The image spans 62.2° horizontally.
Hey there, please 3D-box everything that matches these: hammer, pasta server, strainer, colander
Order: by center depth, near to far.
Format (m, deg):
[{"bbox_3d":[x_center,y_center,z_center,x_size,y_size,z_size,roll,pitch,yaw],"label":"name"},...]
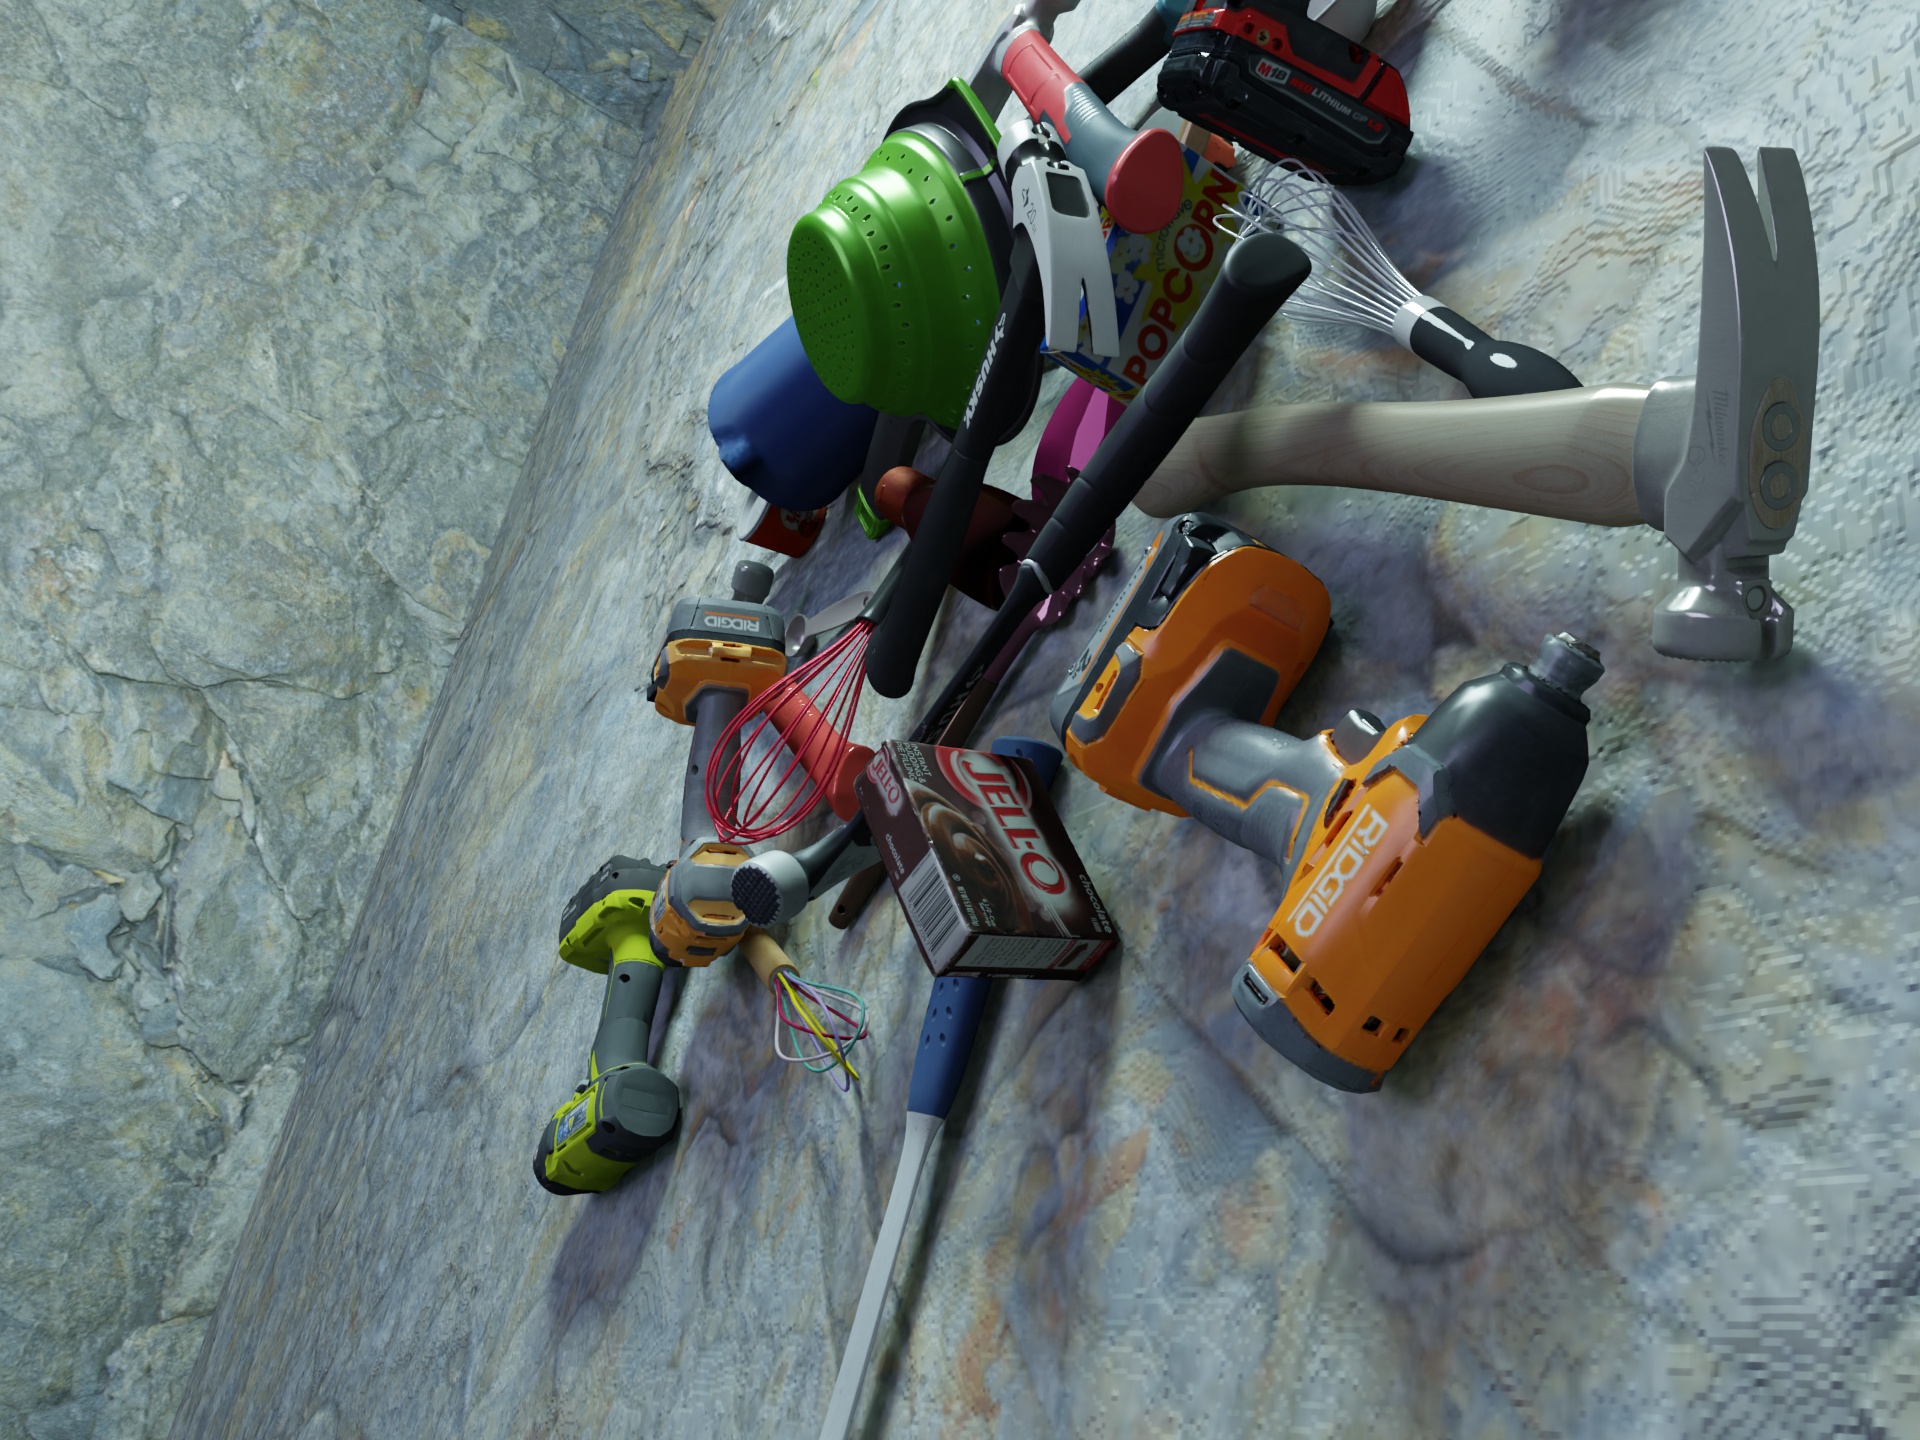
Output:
[{"bbox_3d":[0.162,-0.119,0.636,0.411,0.038,0.146,-155,62,-69],"label":"hammer"},{"bbox_3d":[0.031,-0.054,0.758,0.036,0.149,0.408,47,123,15],"label":"hammer"},{"bbox_3d":[-0.024,0.201,0.770,0.144,0.035,0.406,-14,56,59],"label":"hammer"},{"bbox_3d":[0.232,-0.429,0.825,0.258,0.050,0.087,-55,20,10],"label":"strainer"},{"bbox_3d":[0.004,-0.131,0.846,0.334,0.035,0.146,113,152,-45],"label":"hammer"},{"bbox_3d":[0.051,-0.330,0.897,0.143,0.038,0.387,-55,24,24],"label":"hammer"},{"bbox_3d":[-0.001,-0.003,0.907,0.060,0.040,0.316,39,111,21],"label":"pasta server"},{"bbox_3d":[-0.058,-0.217,1.008,0.205,0.094,0.397,63,158,17],"label":"colander"},{"bbox_3d":[0.042,-0.402,1.116,0.331,0.128,0.033,-27,79,41],"label":"hammer"},{"bbox_3d":[-0.127,-0.001,1.140,0.359,0.036,0.149,44,121,61],"label":"hammer"}]

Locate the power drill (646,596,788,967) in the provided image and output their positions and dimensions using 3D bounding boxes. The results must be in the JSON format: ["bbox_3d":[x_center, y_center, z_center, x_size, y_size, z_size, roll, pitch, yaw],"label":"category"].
[{"bbox_3d":[-0.172,0.053,1.068,0.185,0.084,0.226,133,140,-63],"label":"power drill"}]

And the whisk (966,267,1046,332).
[{"bbox_3d":[0.038,-0.267,0.999,0.058,0.059,0.247,-37,43,-11],"label":"whisk"}]

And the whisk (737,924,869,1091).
[{"bbox_3d":[-0.103,0.160,0.958,0.051,0.047,0.245,-67,21,1],"label":"whisk"}]

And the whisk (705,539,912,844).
[{"bbox_3d":[-0.067,-0.043,0.993,0.296,0.073,0.073,-57,20,-23],"label":"whisk"}]

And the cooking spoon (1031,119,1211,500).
[{"bbox_3d":[0.106,-0.261,0.887,0.069,0.017,0.319,28,102,41],"label":"cooking spoon"}]

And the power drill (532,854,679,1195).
[{"bbox_3d":[-0.258,0.228,1.167,0.171,0.080,0.223,-41,38,43],"label":"power drill"}]

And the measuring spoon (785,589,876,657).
[{"bbox_3d":[-0.093,-0.073,1.186,0.124,0.018,0.034,-19,61,49],"label":"measuring spoon"}]

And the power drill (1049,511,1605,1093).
[{"bbox_3d":[0.131,0.006,0.591,0.164,0.084,0.227,-58,30,15],"label":"power drill"}]

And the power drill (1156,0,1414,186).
[{"bbox_3d":[0.194,-0.374,0.745,0.219,0.143,0.079,-67,20,13],"label":"power drill"}]

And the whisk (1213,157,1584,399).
[{"bbox_3d":[0.183,-0.181,0.682,0.070,0.070,0.285,-57,31,19],"label":"whisk"}]
